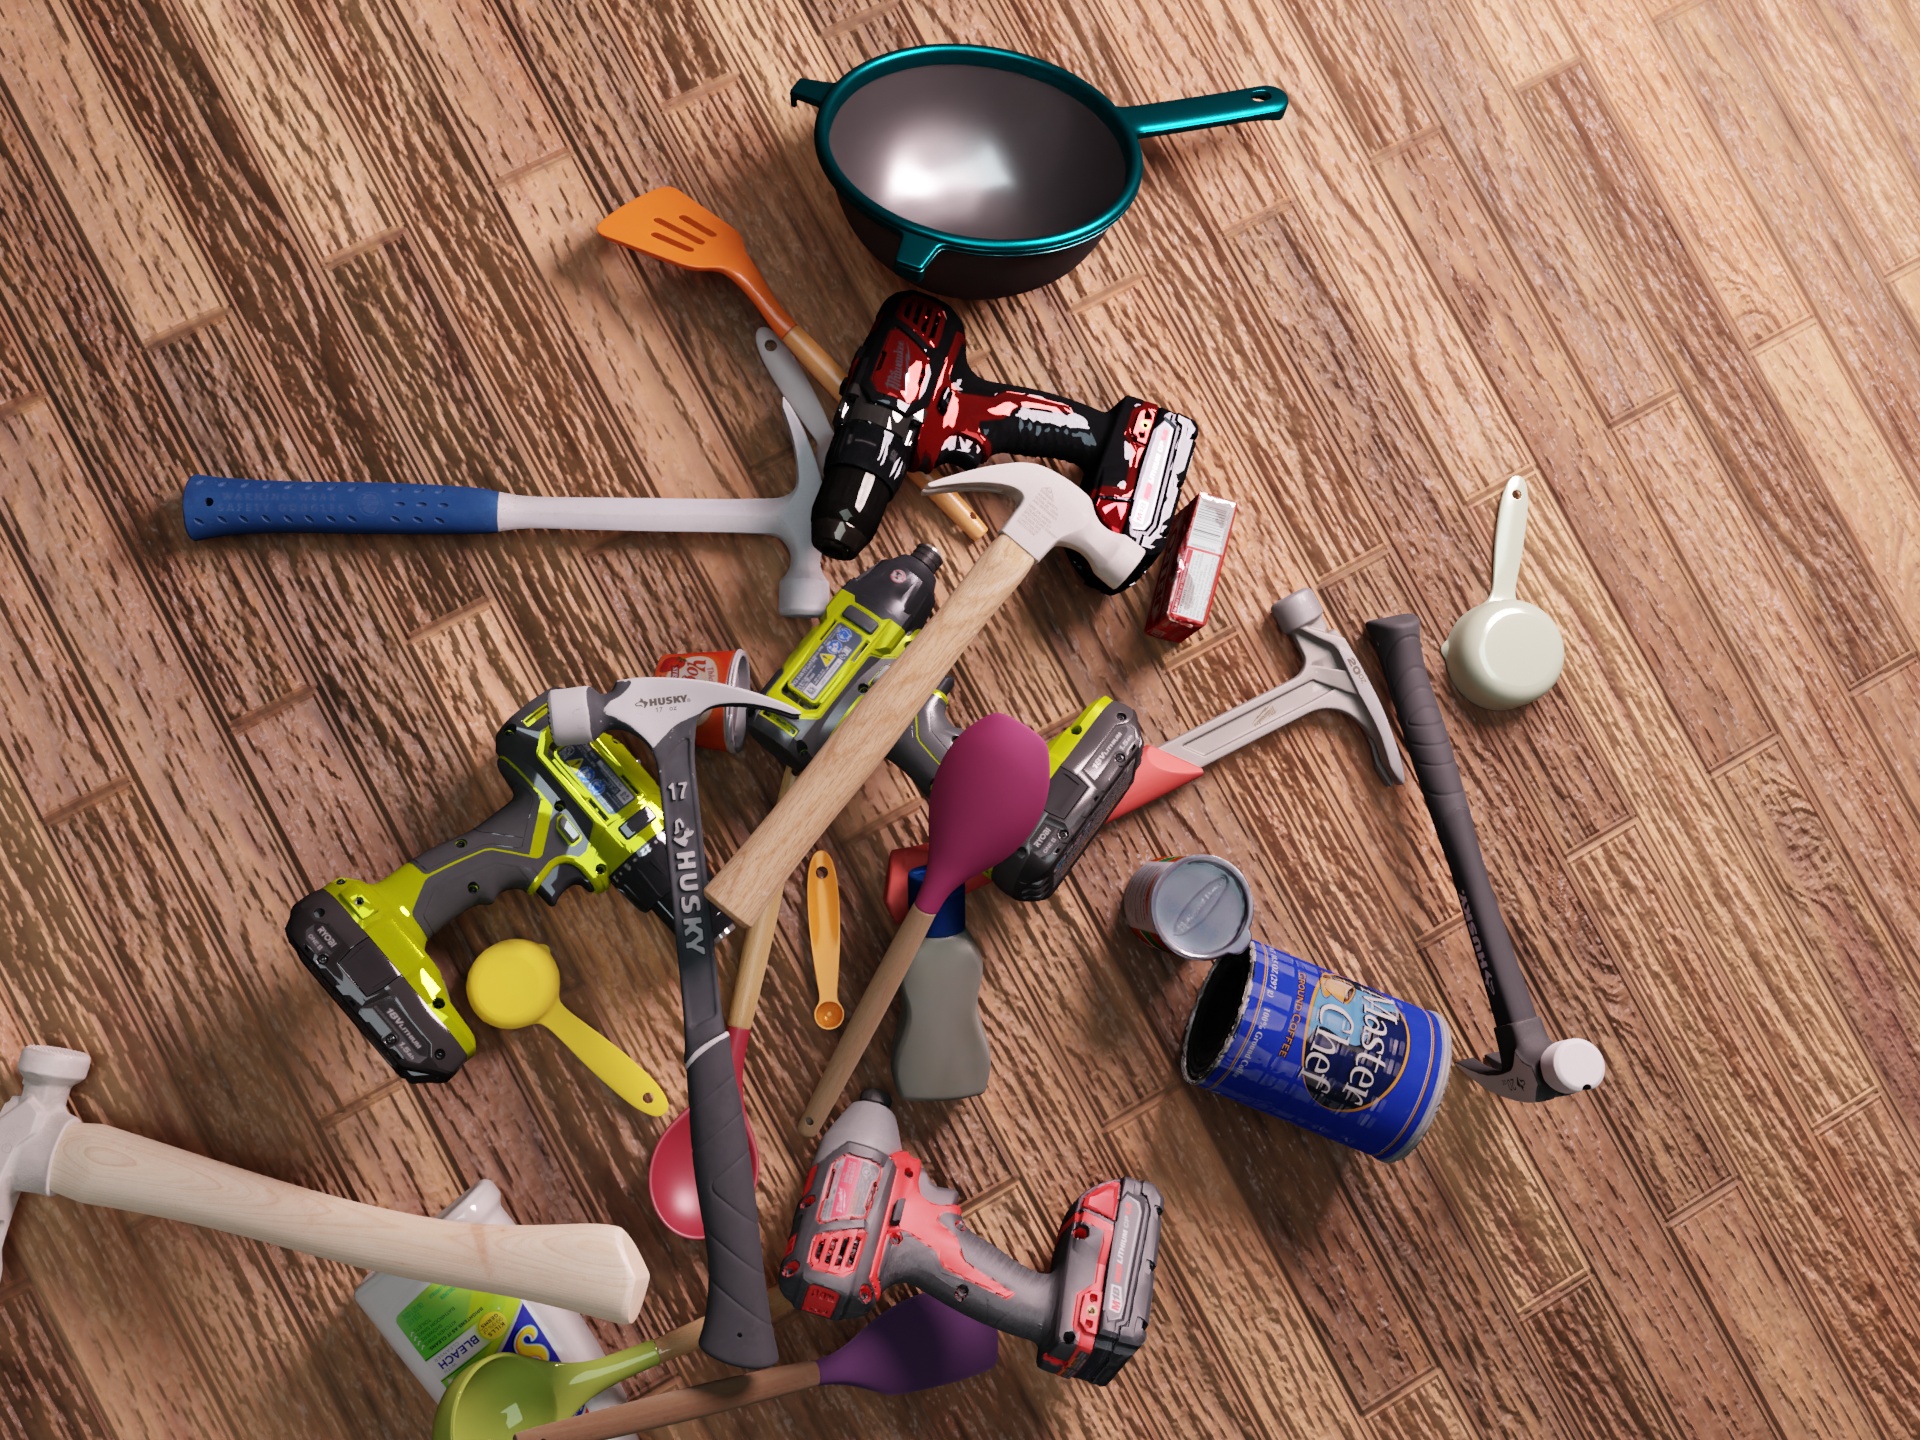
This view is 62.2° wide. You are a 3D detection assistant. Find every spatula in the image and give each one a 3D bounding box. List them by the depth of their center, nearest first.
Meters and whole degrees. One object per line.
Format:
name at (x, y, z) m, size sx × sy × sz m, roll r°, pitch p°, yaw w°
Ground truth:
spatula at (-0.110, 0.395, 0.955) m, size 0.315 × 0.018 × 0.060 m, roll -1°, pitch 84°, yaw -32°
spatula at (-0.101, -0.237, 1.065) m, size 0.322 × 0.041 × 0.081 m, roll 46°, pitch 49°, yaw -7°

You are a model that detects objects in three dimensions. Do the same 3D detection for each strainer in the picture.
strainer at (0.065, -0.362, 1.067) m, size 0.340 × 0.095 × 0.211 m, roll -17°, pitch 59°, yaw -20°

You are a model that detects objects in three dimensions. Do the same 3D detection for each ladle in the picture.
ladle at (-0.155, 0.371, 0.955) m, size 0.320 × 0.062 × 0.078 m, roll -15°, pitch 87°, yaw -24°
ladle at (-0.139, 0.172, 1.028) m, size 0.069 × 0.031 × 0.315 m, roll 13°, pitch 81°, yaw -10°

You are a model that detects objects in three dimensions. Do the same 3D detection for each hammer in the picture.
hammer at (-0.384, 0.301, 0.929) m, size 0.410 × 0.038 × 0.146 m, roll 10°, pitch 77°, yaw 9°
hammer at (-0.148, 0.174, 0.944) m, size 0.149 × 0.036 × 0.409 m, roll -7°, pitch 85°, yaw -9°
hammer at (-0.037, -0.018, 0.947) m, size 0.130 × 0.031 × 0.331 m, roll 39°, pitch 80°, yaw -4°
hammer at (-0.288, -0.141, 1.034) m, size 0.405 × 0.035 × 0.144 m, roll 0°, pitch 88°, yaw -6°
hammer at (0.329, 0.084, 1.054) m, size 0.035 × 0.146 × 0.335 m, roll -11°, pitch 75°, yaw -8°
hammer at (0.115, 0.051, 1.063) m, size 0.359 × 0.036 × 0.149 m, roll -26°, pitch 88°, yaw -8°

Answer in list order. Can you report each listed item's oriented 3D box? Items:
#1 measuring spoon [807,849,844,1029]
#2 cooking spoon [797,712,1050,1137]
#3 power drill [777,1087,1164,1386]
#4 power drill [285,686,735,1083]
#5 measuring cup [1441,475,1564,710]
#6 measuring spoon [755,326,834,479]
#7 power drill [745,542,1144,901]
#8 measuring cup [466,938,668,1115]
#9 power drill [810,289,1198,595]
measuring spoon at (-0.089, 0.144, 1.046) m, size 0.021 × 0.011 × 0.117 m, roll -3°, pitch 81°, yaw -5°
cooking spoon at (-0.032, 0.135, 0.974) m, size 0.069 × 0.017 × 0.318 m, roll 32°, pitch 112°, yaw 13°
power drill at (0.008, 0.318, 0.991) m, size 0.219 × 0.078 × 0.143 m, roll 16°, pitch 49°, yaw -1°
power drill at (-0.268, 0.114, 0.974) m, size 0.228 × 0.080 × 0.190 m, roll -40°, pitch 89°, yaw -26°
measuring cup at (0.385, -0.091, 1.103) m, size 0.083 × 0.038 × 0.167 m, roll 8°, pitch 86°, yaw -6°
measuring spoon at (-0.104, -0.214, 1.072) m, size 0.034 × 0.018 × 0.124 m, roll -31°, pitch 88°, yaw -8°
power drill at (-0.002, -0.003, 1.015) m, size 0.223 × 0.080 × 0.171 m, roll 34°, pitch 75°, yaw 14°
measuring cup at (-0.248, 0.200, 1.010) m, size 0.156 × 0.029 × 0.062 m, roll 40°, pitch 82°, yaw 1°
power drill at (0.022, -0.159, 1.028) m, size 0.226 × 0.080 × 0.188 m, roll 22°, pitch 70°, yaw -8°
